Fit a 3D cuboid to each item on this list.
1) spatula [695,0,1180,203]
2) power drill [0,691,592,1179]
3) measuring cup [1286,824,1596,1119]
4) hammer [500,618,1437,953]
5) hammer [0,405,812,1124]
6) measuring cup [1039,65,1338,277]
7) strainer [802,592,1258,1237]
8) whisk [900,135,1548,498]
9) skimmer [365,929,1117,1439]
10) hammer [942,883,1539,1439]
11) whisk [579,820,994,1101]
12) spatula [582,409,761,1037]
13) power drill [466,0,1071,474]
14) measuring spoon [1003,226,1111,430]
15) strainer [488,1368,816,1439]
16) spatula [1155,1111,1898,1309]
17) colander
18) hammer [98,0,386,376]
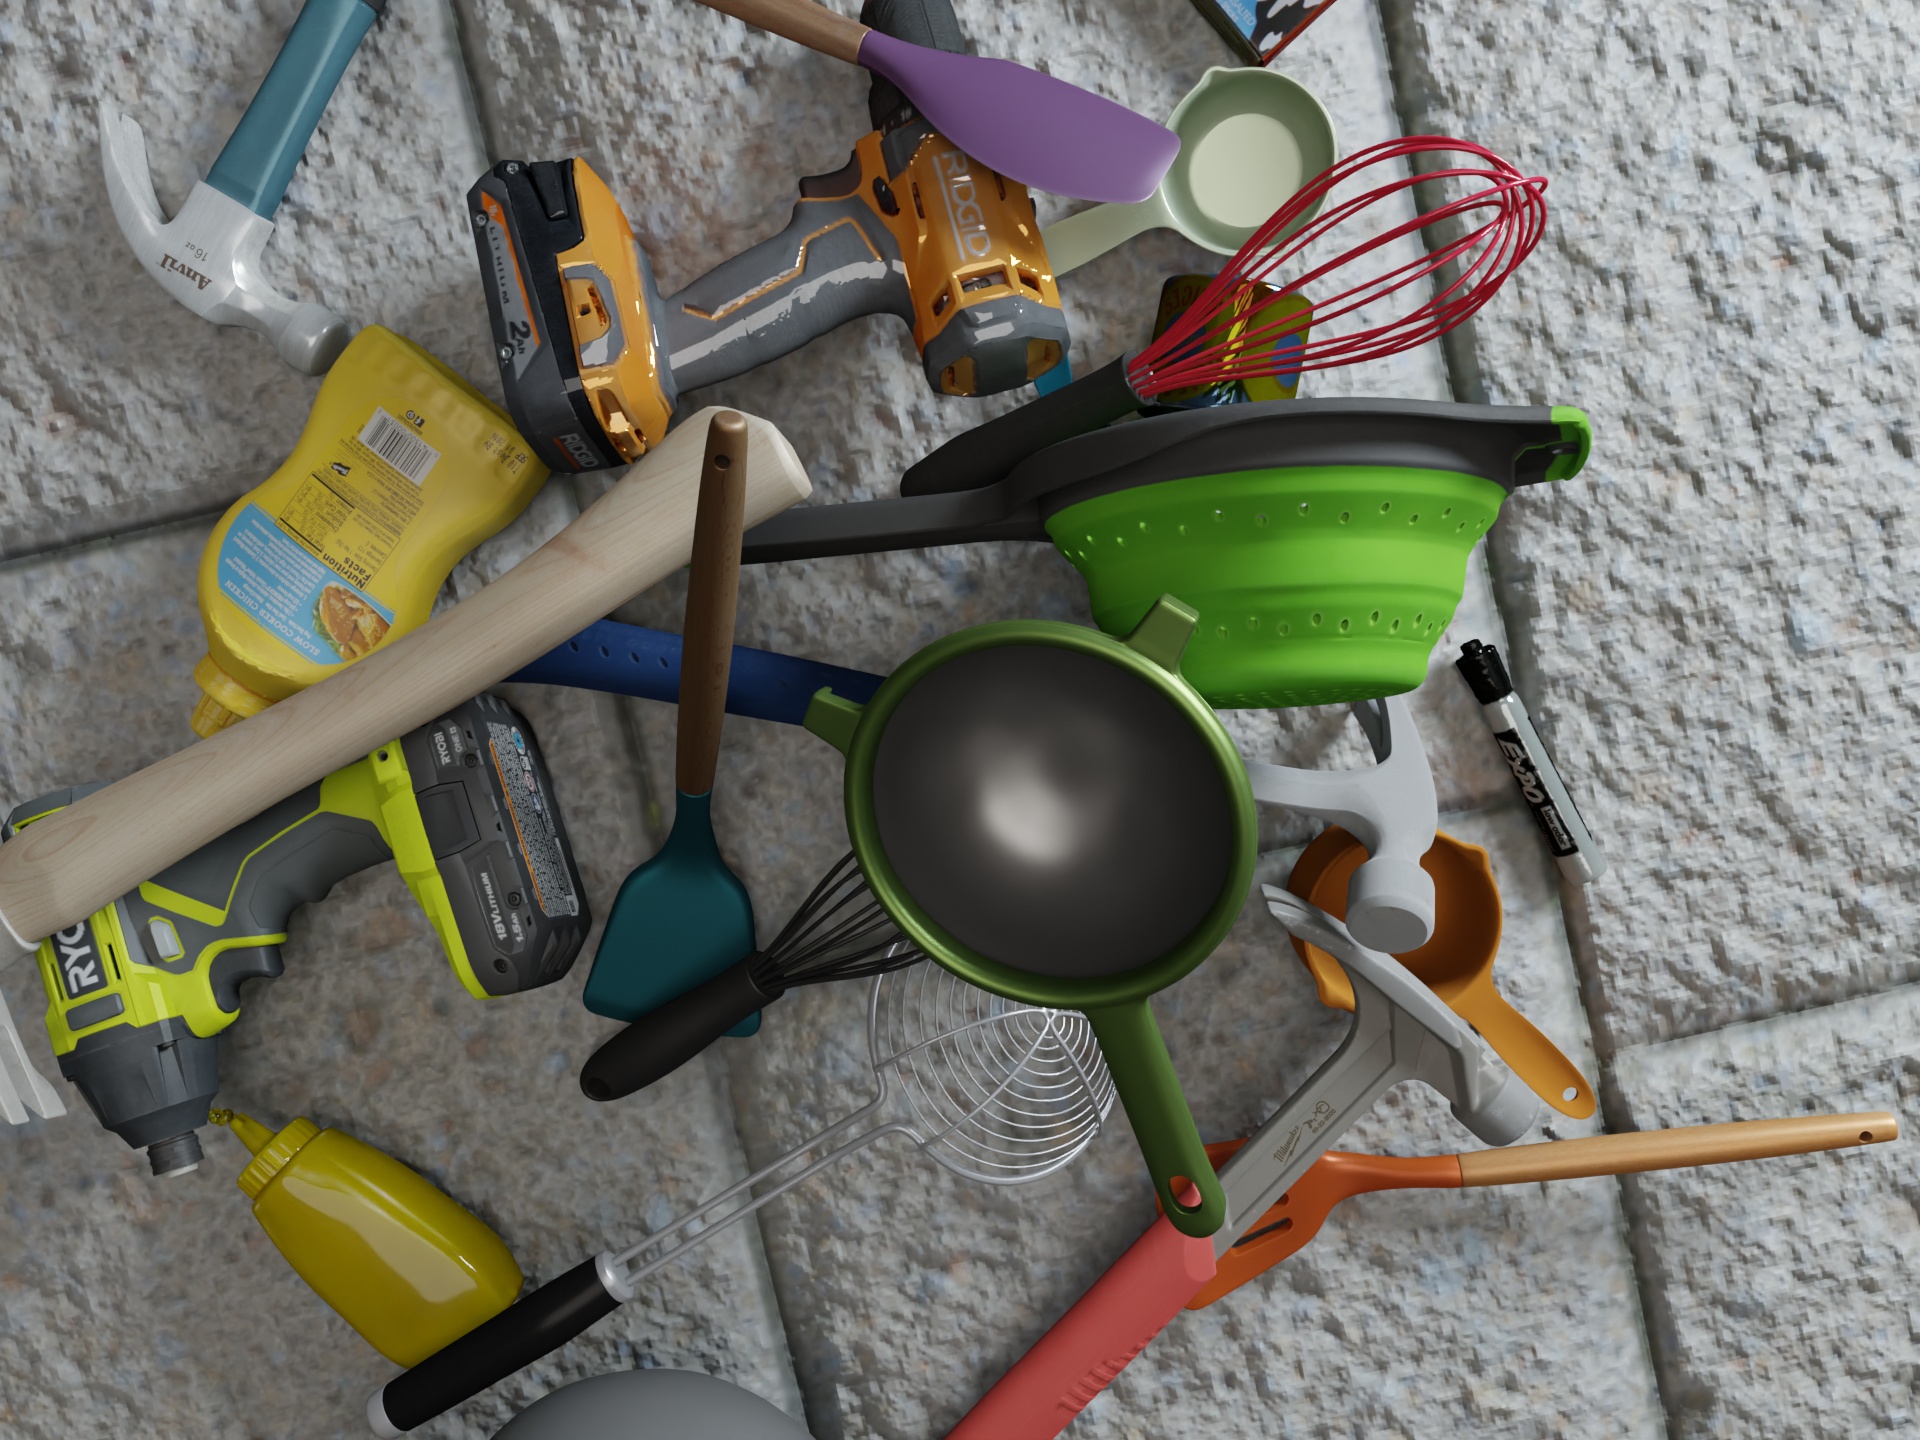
[{"bbox_3d":[-0.062,-0.279,0.641,0.316,0.018,0.060,27,64,9],"label":"spatula"},{"bbox_3d":[-0.285,0.087,0.688,0.223,0.080,0.171,-19,85,4],"label":"power drill"},{"bbox_3d":[0.218,0.113,0.714,0.173,0.052,0.095,44,94,-11],"label":"measuring cup"},{"bbox_3d":[-0.001,-0.002,0.684,0.405,0.144,0.035,11,135,7],"label":"hammer"},{"bbox_3d":[-0.239,0.005,0.633,0.410,0.038,0.146,-29,81,4],"label":"hammer"},{"bbox_3d":[0.083,-0.223,0.698,0.167,0.038,0.083,-20,99,18],"label":"measuring cup"},{"bbox_3d":[0.056,0.073,0.602,0.151,0.069,0.256,-15,107,23],"label":"strainer"},{"bbox_3d":[0.086,-0.142,0.623,0.296,0.073,0.073,-21,95,38],"label":"whisk"},{"bbox_3d":[-0.093,0.205,0.701,0.363,0.090,0.127,-32,88,4],"label":"skimmer"},{"bbox_3d":[0.076,0.243,0.699,0.149,0.037,0.359,39,102,-8],"label":"hammer"},{"bbox_3d":[-0.082,0.111,0.681,0.239,0.055,0.055,-34,94,26],"label":"whisk"},{"bbox_3d":[-0.106,0.016,0.643,0.082,0.044,0.317,10,133,-4],"label":"spatula"},{"bbox_3d":[-0.082,-0.210,0.665,0.226,0.084,0.185,-14,78,0],"label":"power drill"},{"bbox_3d":[0.040,-0.158,0.703,0.042,0.021,0.128,-15,94,13],"label":"measuring spoon"},{"bbox_3d":[-0.086,0.396,0.713,0.211,0.095,0.340,-14,120,33],"label":"strainer"},{"bbox_3d":[0.250,0.204,0.712,0.322,0.041,0.081,-9,103,9],"label":"spatula"},{"bbox_3d":[0.044,-0.049,0.641,0.397,0.204,0.094,-3,86,19],"label":"colander"},{"bbox_3d":[-0.256,-0.324,0.684,0.128,0.033,0.331,30,94,-4],"label":"hammer"}]
